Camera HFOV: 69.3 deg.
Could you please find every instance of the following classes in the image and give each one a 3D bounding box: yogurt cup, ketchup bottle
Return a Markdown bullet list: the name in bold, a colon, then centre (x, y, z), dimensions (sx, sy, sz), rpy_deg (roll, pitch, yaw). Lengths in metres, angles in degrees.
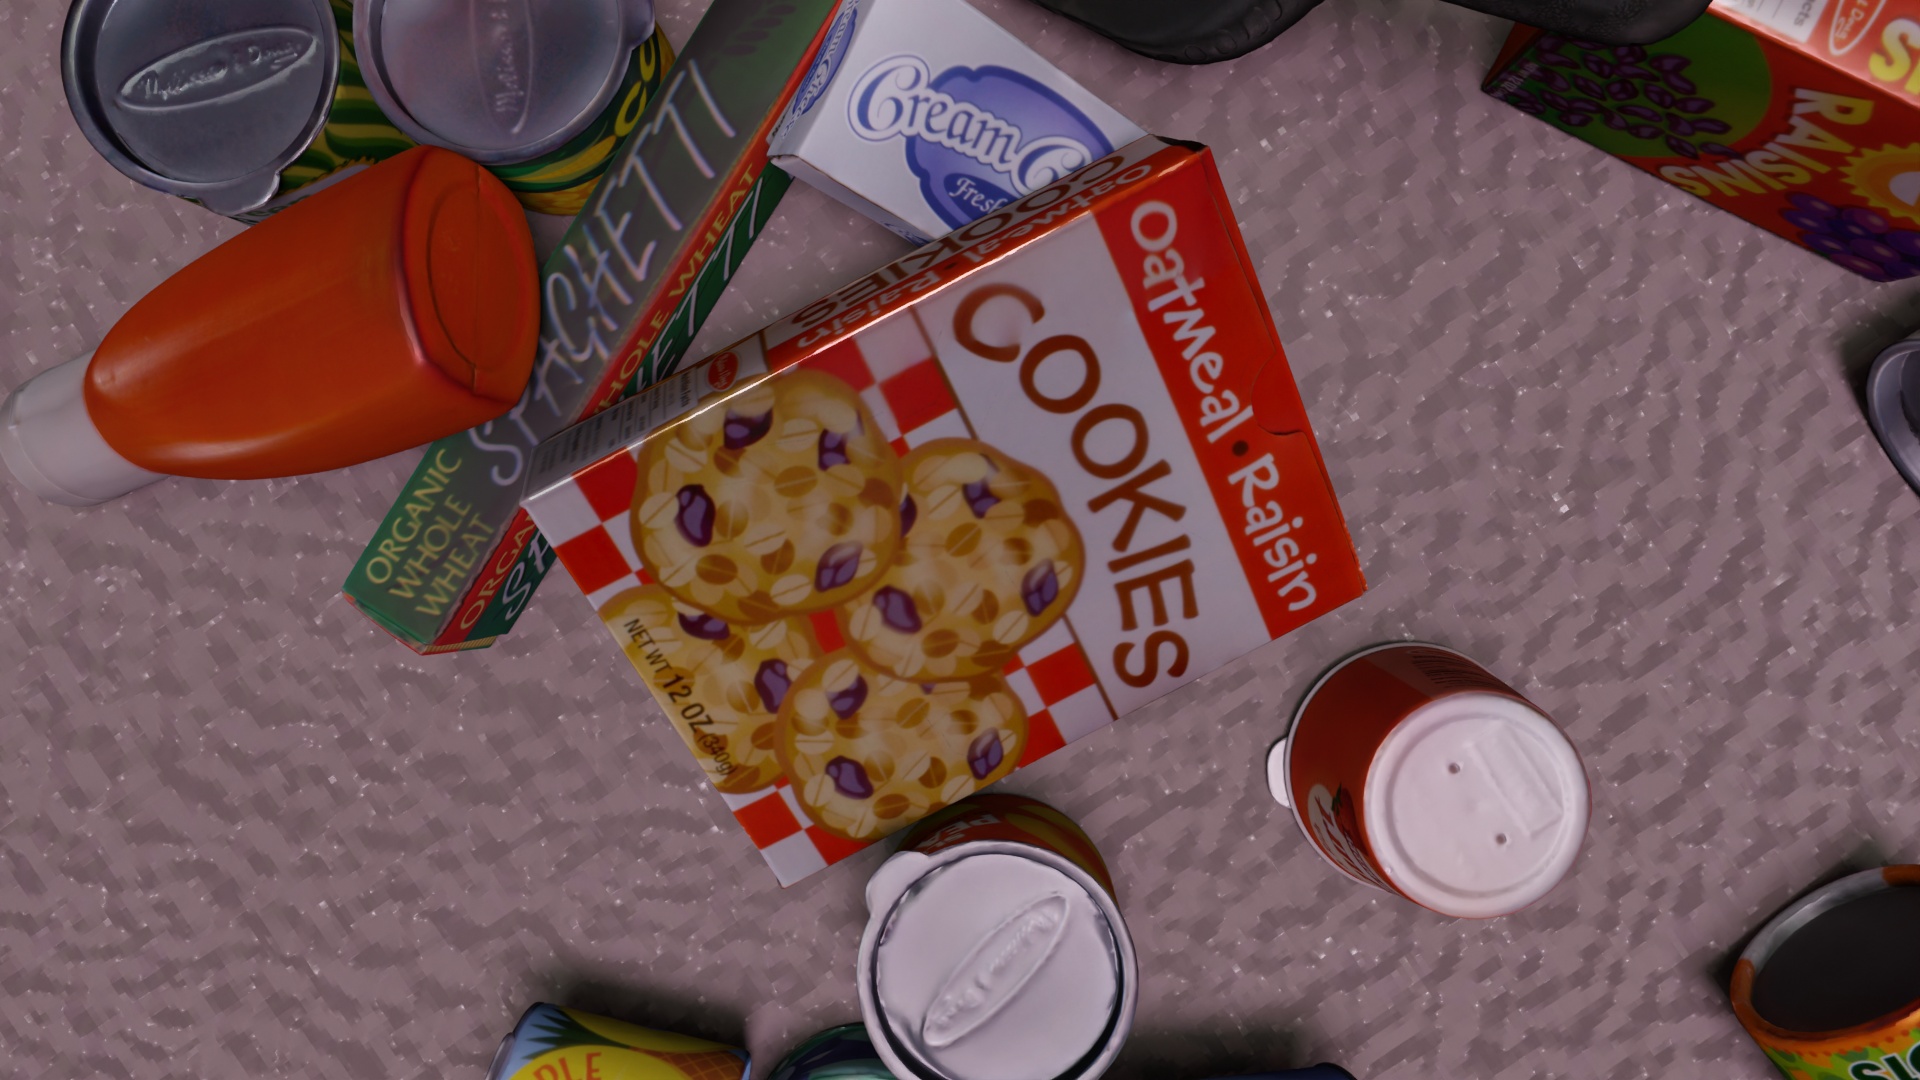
- **yogurt cup**: centre (0.122, 0.062, 0.352), dimensions (0.072, 0.054, 0.072), rpy_deg (0, 90, 0)
- **ketchup bottle**: centre (-0.172, -0.043, 0.337), dimensions (0.148, 0.043, 0.065), rpy_deg (-14, 69, 24)

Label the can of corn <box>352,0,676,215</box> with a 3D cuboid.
- **can of corn**: centre (-0.106, -0.121, 0.353), dimensions (0.071, 0.058, 0.071), rpy_deg (0, 90, 1)

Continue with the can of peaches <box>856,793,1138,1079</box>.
- **can of peaches**: centre (0.008, 0.100, 0.352), dimensions (0.071, 0.058, 0.071), rpy_deg (0, 91, 2)

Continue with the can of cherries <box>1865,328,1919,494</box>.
- **can of cherries**: centre (0.276, -0.037, 0.341), dimensions (0.058, 0.071, 0.071), rpy_deg (-33, 90, 1)

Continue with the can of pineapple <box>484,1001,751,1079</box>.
- **can of pineapple**: centre (-0.088, 0.155, 0.348), dimensions (0.058, 0.071, 0.071), rpy_deg (13, 91, 0)

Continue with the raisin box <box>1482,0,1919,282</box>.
- **raisin box**: centre (0.203, -0.111, 0.335), dimensions (0.123, 0.086, 0.040), rpy_deg (26, 90, 1)

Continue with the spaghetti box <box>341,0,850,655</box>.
- **spaghetti box**: centre (-0.073, -0.082, 0.357), dimensions (0.029, 0.050, 0.250), rpy_deg (33, 91, 2)

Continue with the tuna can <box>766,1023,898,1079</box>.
- **tuna can**: centre (-0.023, 0.165, 0.365), dimensions (0.071, 0.033, 0.071), rpy_deg (0, 90, 1)

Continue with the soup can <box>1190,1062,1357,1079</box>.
- **soup can**: centre (0.058, 0.165, 0.337), dimensions (0.084, 0.071, 0.071), rpy_deg (-2, 90, -11)

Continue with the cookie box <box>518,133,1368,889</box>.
- **cookie box**: centre (0.001, -0.004, 0.337), dimensions (0.167, 0.040, 0.122), rpy_deg (-27, 116, 1)

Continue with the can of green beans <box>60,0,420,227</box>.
- **can of green beans**: centre (-0.178, -0.114, 0.354), dimensions (0.071, 0.058, 0.071), rpy_deg (0, 90, 1)

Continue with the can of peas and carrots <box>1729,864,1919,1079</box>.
- **can of peas and carrots**: centre (0.239, 0.124, 0.342), dimensions (0.071, 0.071, 0.059), rpy_deg (-39, 89, 1)

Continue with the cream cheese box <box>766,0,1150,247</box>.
- **cream cheese box**: centre (0.010, -0.093, 0.345), dimensions (0.104, 0.024, 0.053), rpy_deg (25, 92, -29)
